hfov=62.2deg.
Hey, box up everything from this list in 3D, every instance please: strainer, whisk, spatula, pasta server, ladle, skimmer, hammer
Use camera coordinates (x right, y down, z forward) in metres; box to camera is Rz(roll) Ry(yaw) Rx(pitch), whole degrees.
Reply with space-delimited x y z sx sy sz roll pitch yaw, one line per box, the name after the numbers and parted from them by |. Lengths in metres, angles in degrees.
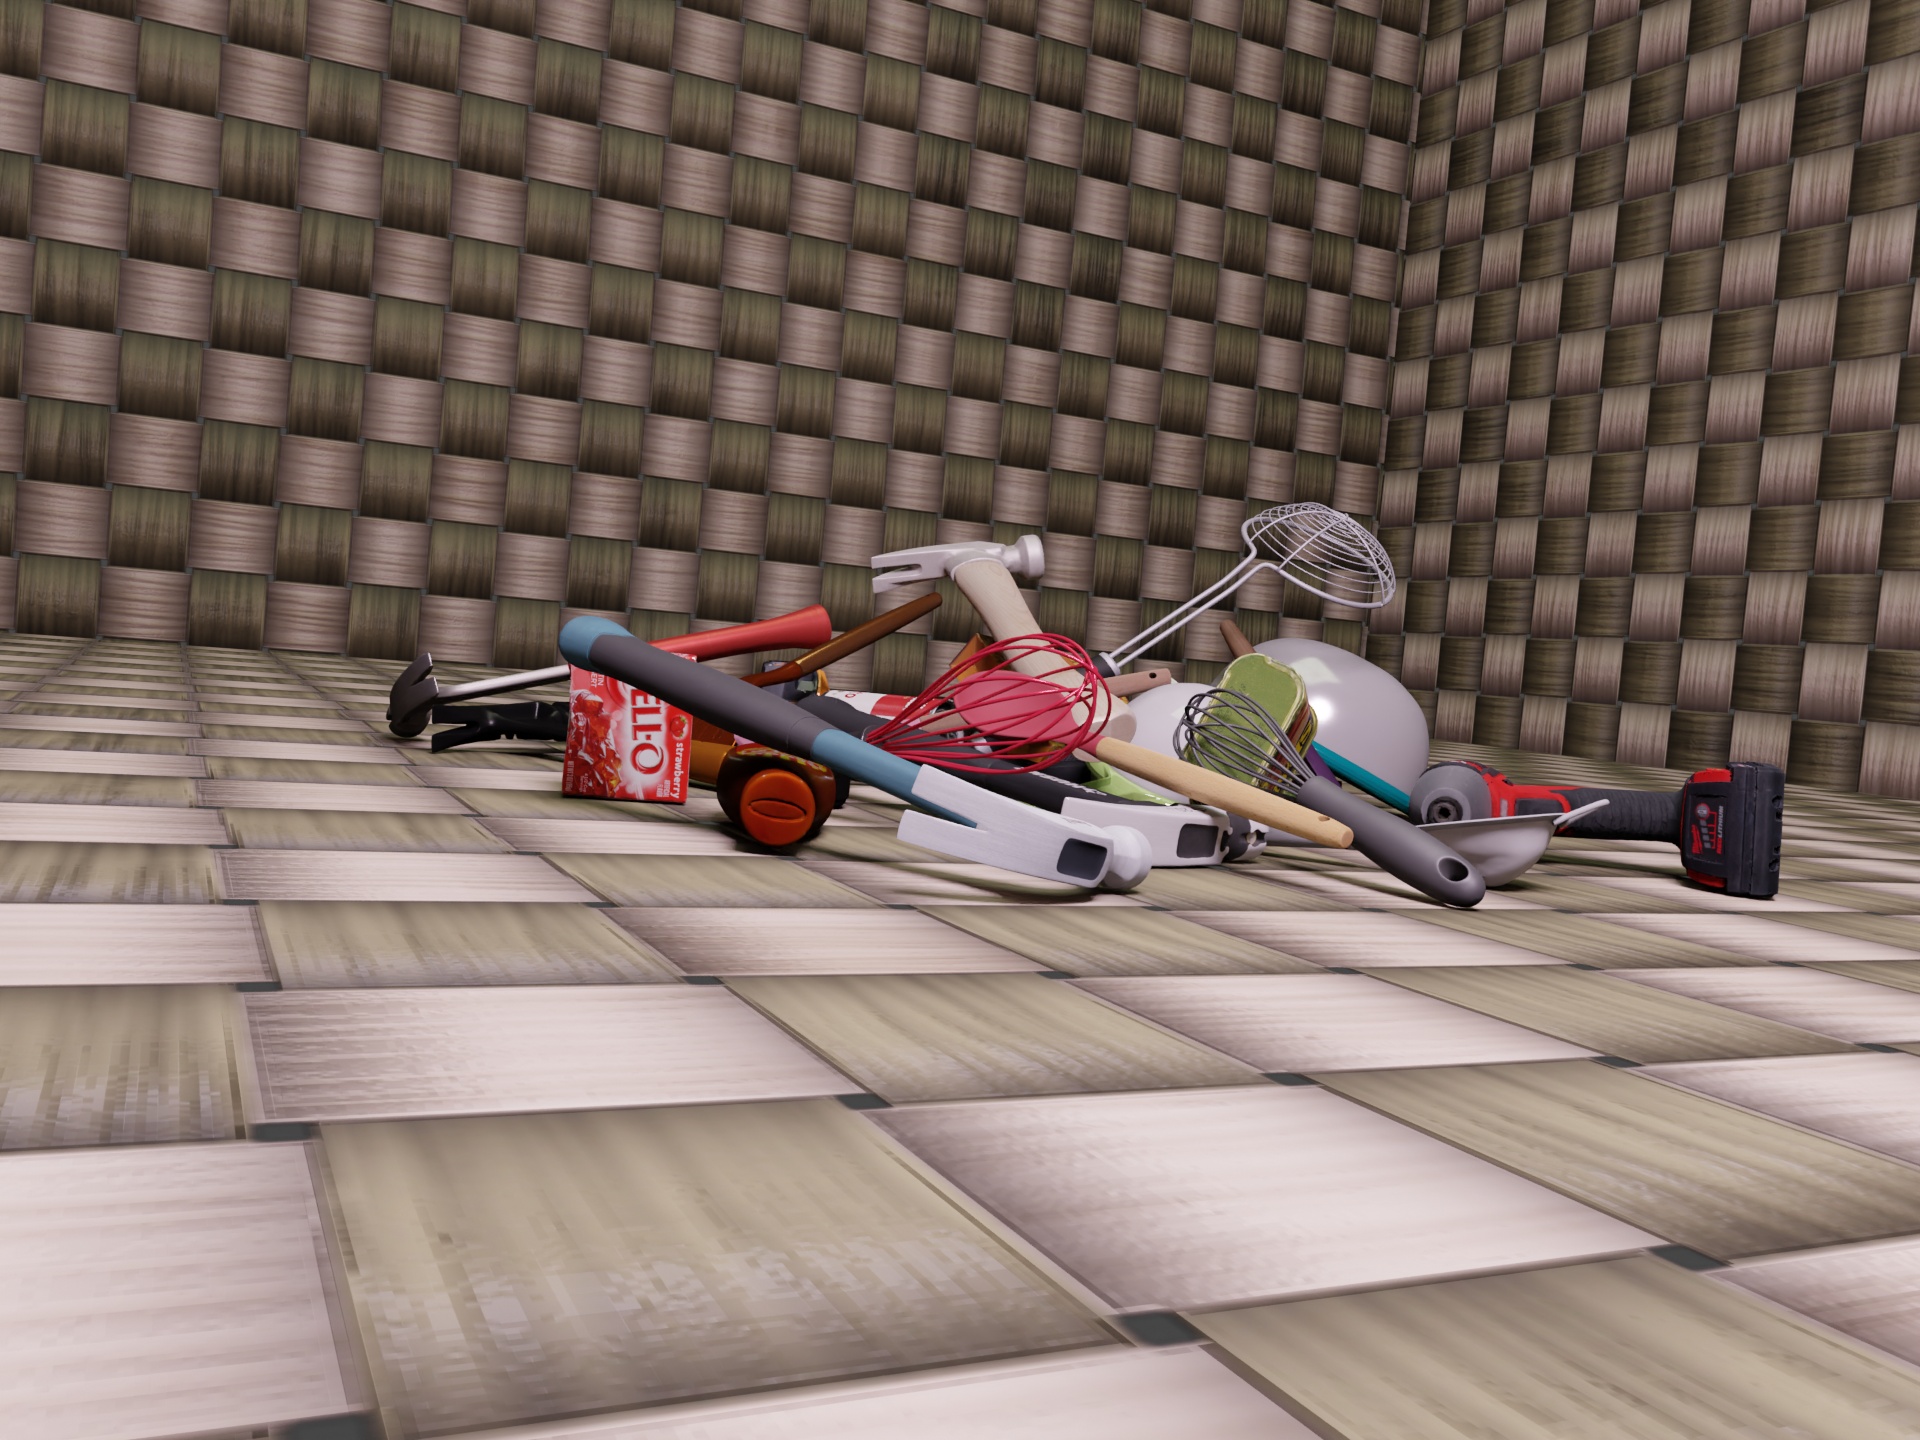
0.130 0.019 1.080 0.152 0.069 0.256 31 27 35 | strainer
0.197 0.040 0.872 0.055 0.055 0.239 3 21 -34 | whisk
0.236 0.000 1.149 0.059 0.018 0.316 47 14 -27 | spatula
-0.002 -0.004 1.137 0.316 0.060 0.040 -11 -27 -5 | pasta server
0.100 0.021 0.907 0.069 0.031 0.316 -22 26 -30 | ladle
0.129 0.038 1.198 0.284 0.070 0.070 -1 5 -24 | whisk
-0.112 -0.038 1.239 0.081 0.041 0.322 1 22 38 | spatula
0.169 -0.056 1.215 0.127 0.363 0.090 51 -11 38 | skimmer
-0.073 0.009 0.776 0.331 0.033 0.128 22 3 32 | hammer
-0.213 0.021 1.081 0.337 0.034 0.127 8 7 37 | hammer
0.034 -0.061 1.175 0.146 0.038 0.411 -7 23 -9 | hammer
-0.034 0.009 0.896 0.296 0.073 0.073 -16 -12 41 | whisk
0.302 -0.019 1.374 0.211 0.095 0.340 29 5 -8 | strainer
0.235 0.067 0.917 0.258 0.050 0.086 0 -6 29 | strainer
0.009 0.031 0.962 0.146 0.035 0.335 2 10 -45 | hammer
-0.262 -0.049 1.254 0.359 0.037 0.149 -13 -7 -31 | hammer

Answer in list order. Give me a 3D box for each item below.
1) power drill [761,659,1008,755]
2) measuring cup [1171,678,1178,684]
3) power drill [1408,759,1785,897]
-0.056 0.006 1.323 0.226 0.084 0.185 9 4 -9 | power drill
0.185 0.026 1.373 0.038 0.083 0.167 -29 -28 -6 | measuring cup
0.401 0.061 1.020 0.220 0.078 0.143 3 1 24 | power drill
